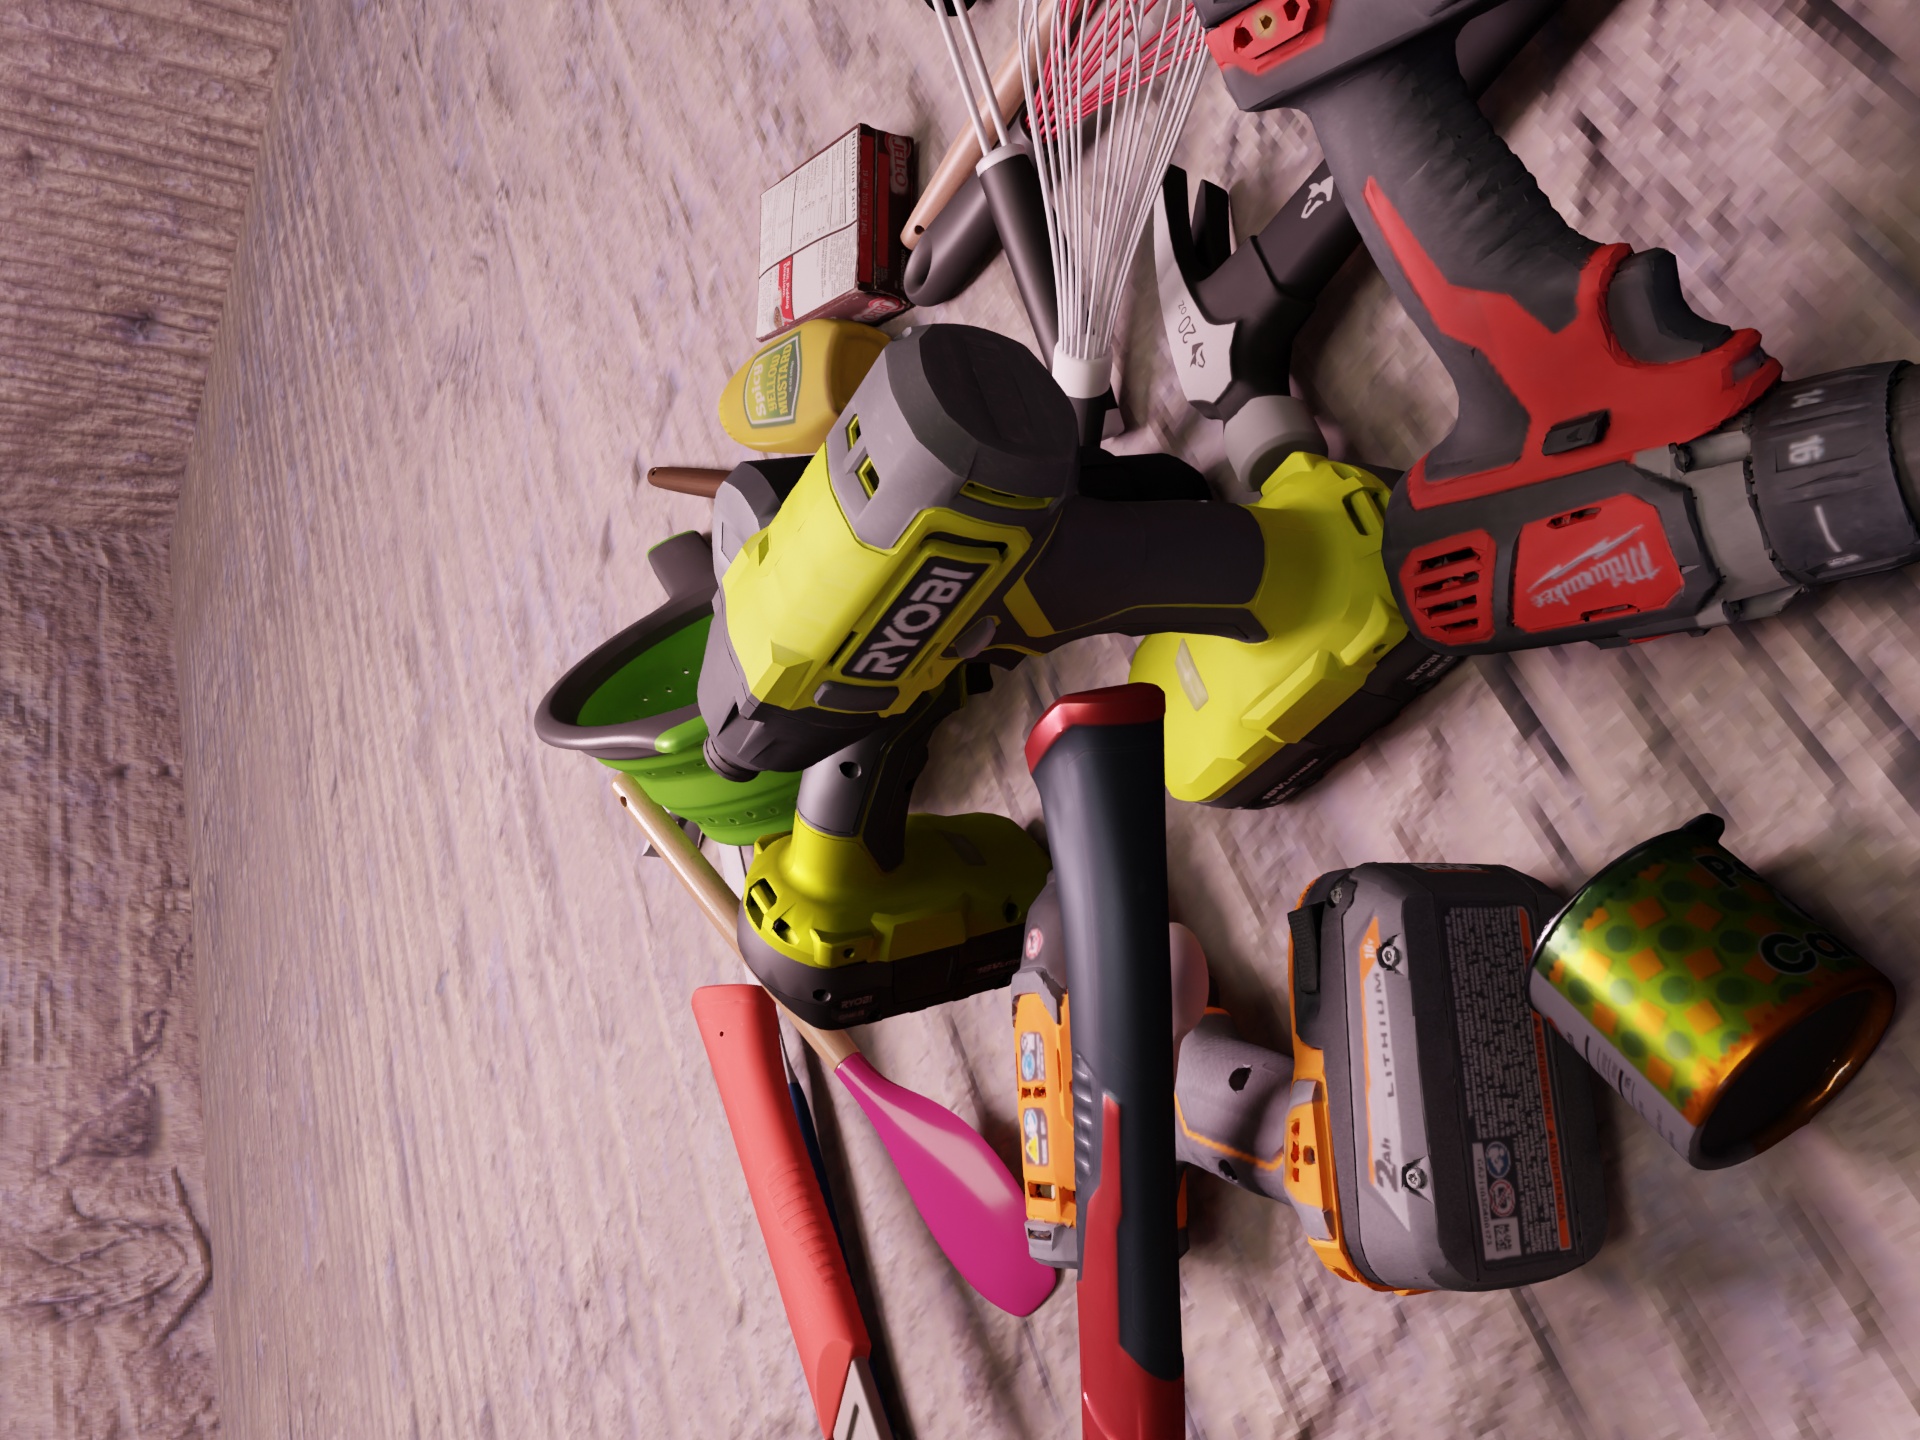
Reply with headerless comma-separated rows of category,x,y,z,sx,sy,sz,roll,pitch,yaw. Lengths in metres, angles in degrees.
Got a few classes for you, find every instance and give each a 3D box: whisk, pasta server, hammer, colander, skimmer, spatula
whisk,0.048,-0.159,0.586,0.284,0.070,0.070,92,154,-42
pasta server,0.048,-0.316,0.685,0.316,0.060,0.040,-46,15,46
whisk,0.044,-0.264,0.672,0.296,0.073,0.073,-38,56,55
hammer,0.061,0.183,0.468,0.143,0.038,0.386,7,102,48
colander,-0.114,-0.027,0.839,0.094,0.204,0.397,67,171,-21
hammer,-0.066,0.267,0.701,0.149,0.036,0.359,-50,44,22
skimmer,-0.025,-0.277,0.629,0.127,0.090,0.363,-14,98,50
hammer,-0.098,0.189,0.843,0.144,0.035,0.406,-47,50,42
spatula,-0.119,-0.136,0.923,0.316,0.018,0.060,17,74,57
hammer,0.173,-0.231,0.487,0.334,0.035,0.146,-49,42,39

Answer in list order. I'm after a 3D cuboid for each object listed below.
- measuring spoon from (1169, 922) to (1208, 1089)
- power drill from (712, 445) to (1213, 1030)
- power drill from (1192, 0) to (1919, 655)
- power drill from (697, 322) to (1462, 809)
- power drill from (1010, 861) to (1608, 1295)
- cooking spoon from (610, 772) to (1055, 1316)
measuring spoon,0.055,0.124,0.503,0.034,0.018,0.124,30,114,61
power drill,-0.001,-0.002,0.619,0.080,0.190,0.228,48,139,47
power drill,0.167,-0.128,0.393,0.188,0.080,0.226,-11,108,48
power drill,0.036,-0.030,0.503,0.171,0.223,0.080,-49,48,42
power drill,0.093,0.105,0.536,0.226,0.084,0.164,-22,67,57
cooking spoon,-0.068,0.138,0.729,0.319,0.017,0.068,47,130,22
